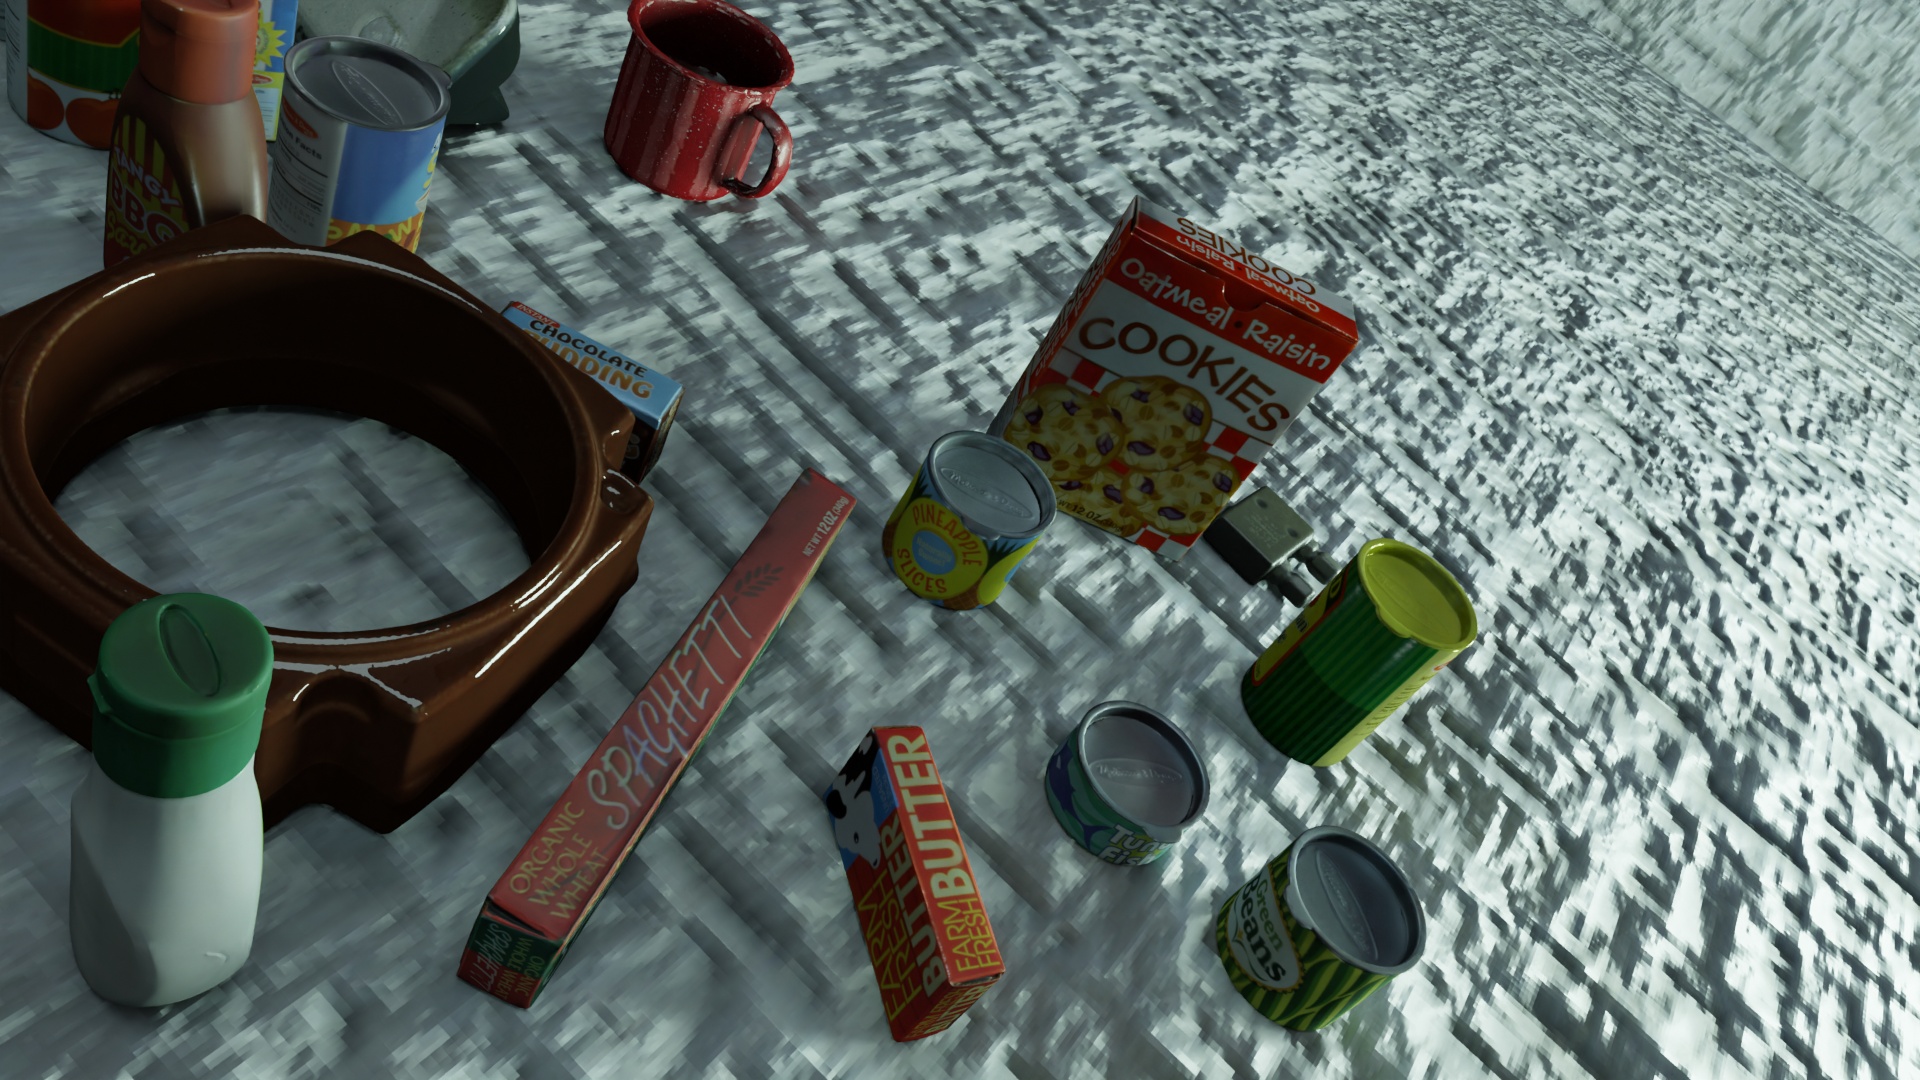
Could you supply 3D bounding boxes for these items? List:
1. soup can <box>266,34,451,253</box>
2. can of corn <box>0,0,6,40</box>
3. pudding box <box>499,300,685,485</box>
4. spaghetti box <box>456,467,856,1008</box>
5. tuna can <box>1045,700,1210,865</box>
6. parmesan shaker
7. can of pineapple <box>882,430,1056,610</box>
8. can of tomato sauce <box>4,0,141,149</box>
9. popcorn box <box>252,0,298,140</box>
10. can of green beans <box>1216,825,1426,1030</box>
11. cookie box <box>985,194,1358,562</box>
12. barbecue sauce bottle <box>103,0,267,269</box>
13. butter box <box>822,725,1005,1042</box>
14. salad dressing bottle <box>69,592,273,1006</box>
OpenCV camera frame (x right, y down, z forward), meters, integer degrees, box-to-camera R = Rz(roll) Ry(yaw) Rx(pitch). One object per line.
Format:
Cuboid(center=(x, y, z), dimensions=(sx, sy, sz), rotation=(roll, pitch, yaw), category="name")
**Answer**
Cuboid(center=(-0.269, -0.172, 0.623), dimensions=(0.071, 0.083, 0.072), rotation=(18, 43, -17), category="soup can")
Cuboid(center=(-0.429, -0.272, 0.639), dimensions=(0.071, 0.058, 0.071), rotation=(18, 43, -17), category="can of corn")
Cuboid(center=(-0.168, -0.063, 0.607), dimensions=(0.084, 0.049, 0.030), rotation=(28, 41, -7), category="pudding box")
Cuboid(center=(-0.104, 0.061, 0.526), dimensions=(0.029, 0.050, 0.251), rotation=(31, 40, -2), category="spaghetti box")
Cuboid(center=(0.073, 0.108, 0.606), dimensions=(0.071, 0.032, 0.071), rotation=(18, 43, -17), category="tuna can")
Cuboid(center=(0.190, 0.057, 0.677), dimensions=(0.071, 0.102, 0.072), rotation=(18, 43, -17), category="parmesan shaker")
Cuboid(center=(0.002, -0.008, 0.656), dimensions=(0.071, 0.057, 0.071), rotation=(18, 43, -17), category="can of pineapple")
Cuboid(center=(-0.376, -0.223, 0.607), dimensions=(0.071, 0.082, 0.071), rotation=(18, 43, -17), category="can of tomato sauce")
Cuboid(center=(-0.354, -0.263, 0.658), dimensions=(0.038, 0.084, 0.127), rotation=(-11, 57, -40), category="popcorn box")
Cuboid(center=(0.150, 0.163, 0.582), dimensions=(0.071, 0.057, 0.071), rotation=(18, 43, -17), category="can of green beans")
Cuboid(center=(0.100, -0.075, 0.700), dimensions=(0.123, 0.166, 0.040), rotation=(23, 41, -11), category="cookie box")
Cuboid(center=(-0.295, -0.147, 0.533), dimensions=(0.065, 0.147, 0.044), rotation=(40, 41, 8), category="barbecue sauce bottle")
Cuboid(center=(-0.019, 0.125, 0.514), dimensions=(0.024, 0.052, 0.104), rotation=(3, 49, -31), category="butter box")
Cuboid(center=(-0.211, 0.072, 0.371), dimensions=(0.044, 0.146, 0.064), rotation=(-16, 60, -42), category="salad dressing bottle")
